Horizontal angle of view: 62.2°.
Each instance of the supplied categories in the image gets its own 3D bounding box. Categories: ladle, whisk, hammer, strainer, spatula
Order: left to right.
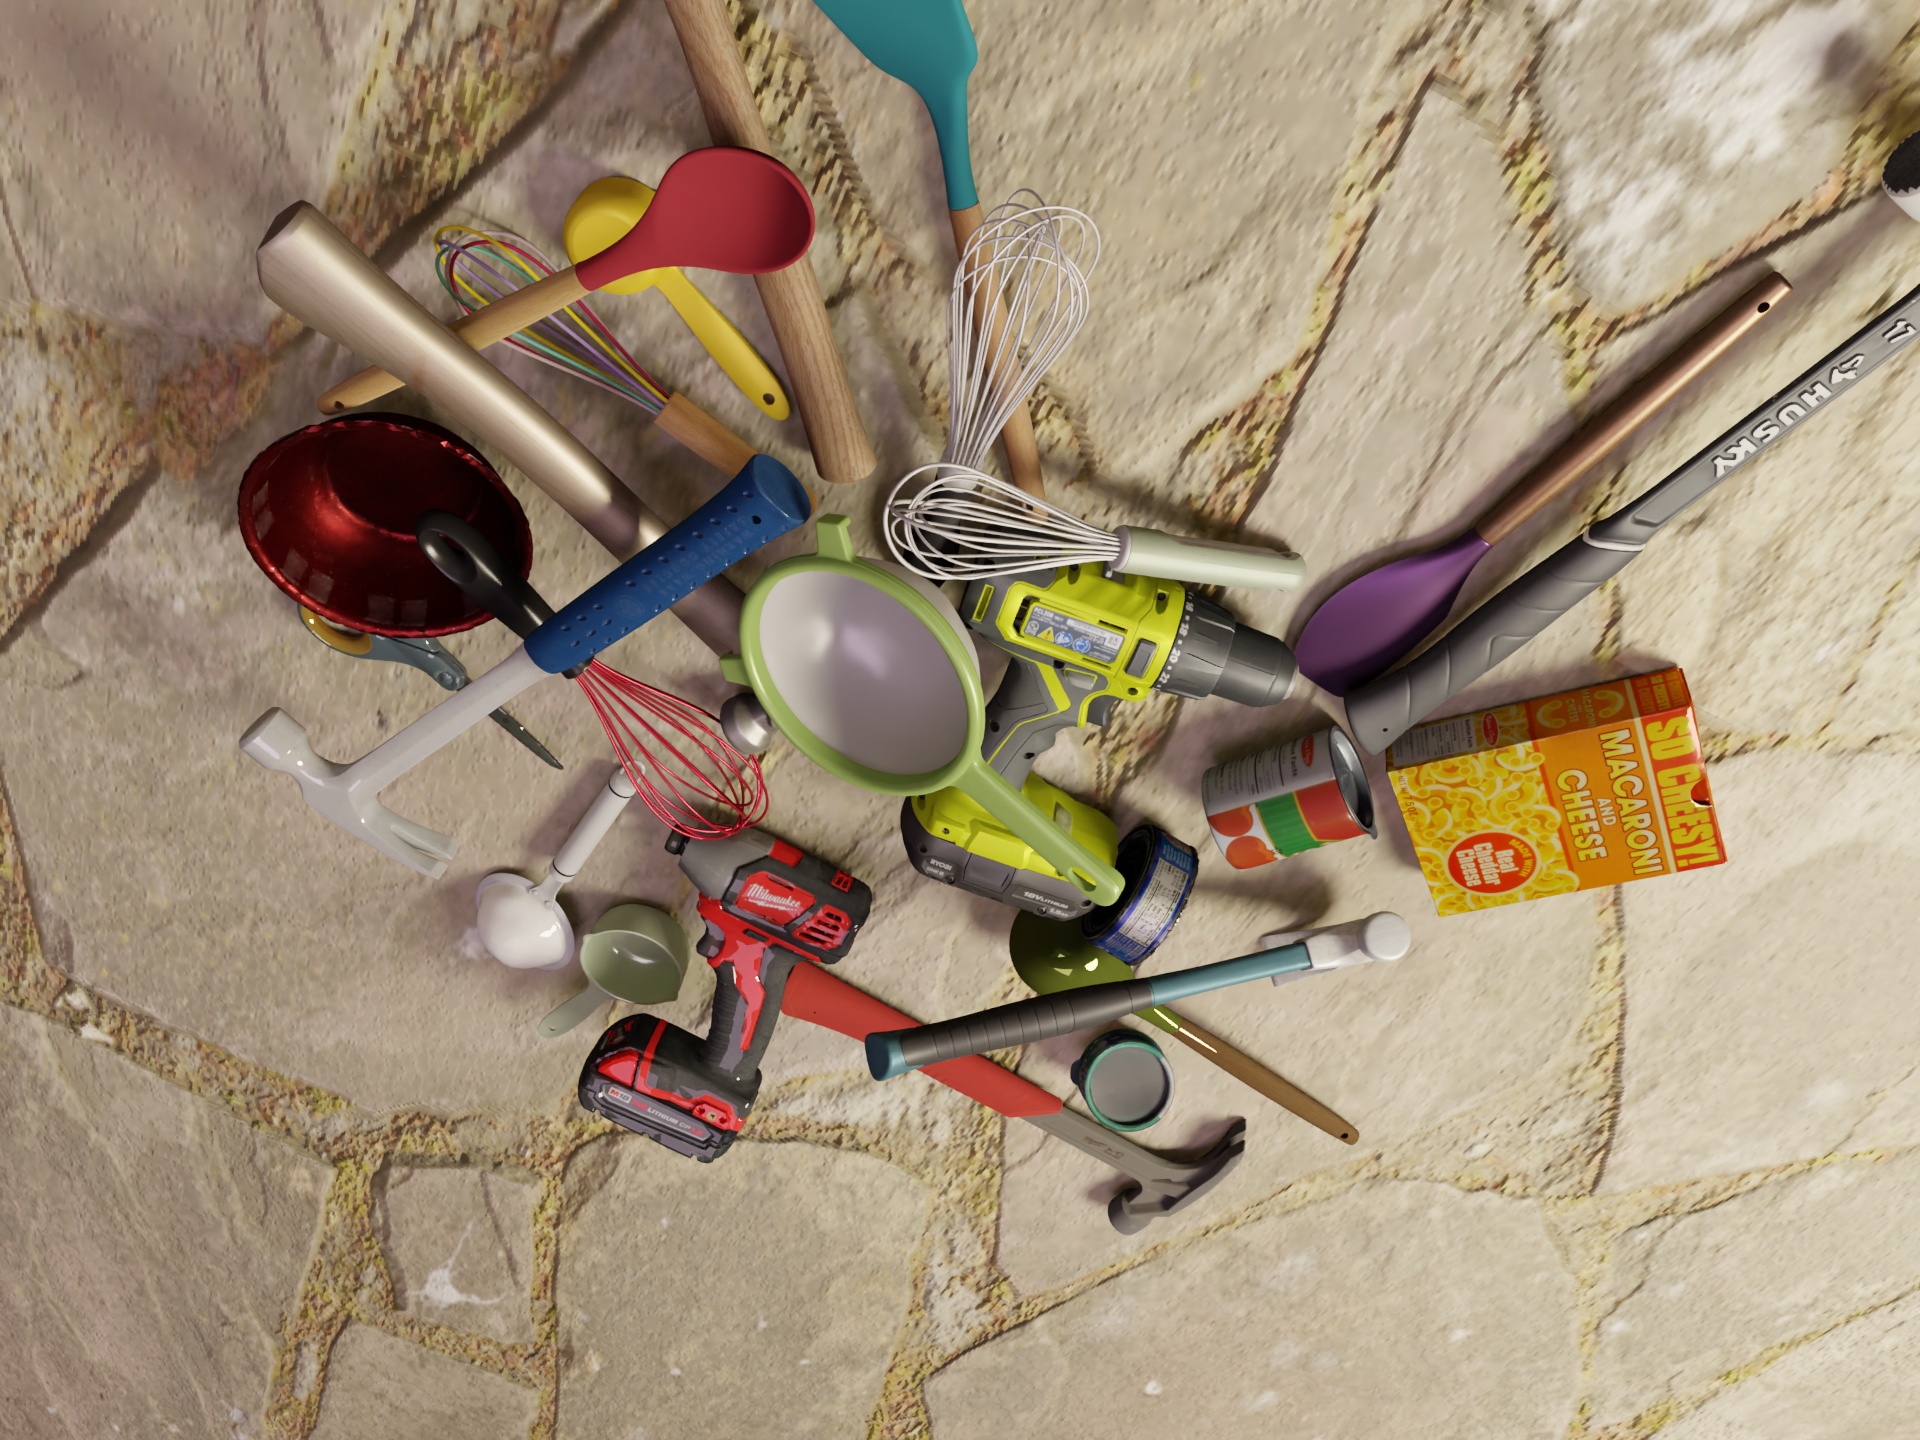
[{"bbox_3d":[-0.239,-0.028,0.900,0.405,0.035,0.144,-29,119,30],"label":"hammer"},{"bbox_3d":[-0.207,-0.210,0.795,0.315,0.031,0.069,-17,133,25],"label":"ladle"},{"bbox_3d":[-0.284,0.109,1.116,0.087,0.050,0.258,40,123,-1],"label":"strainer"},{"bbox_3d":[-0.217,-0.021,0.959,0.073,0.073,0.295,-22,129,26],"label":"whisk"},{"bbox_3d":[-0.189,-0.123,0.856,0.146,0.038,0.410,-25,133,26],"label":"hammer"},{"bbox_3d":[-0.178,-0.185,0.863,0.244,0.051,0.047,35,121,-19],"label":"whisk"},{"bbox_3d":[-0.098,-0.261,0.777,0.130,0.031,0.331,11,136,31],"label":"hammer"},{"bbox_3d":[-0.001,-0.003,0.864,0.256,0.069,0.151,41,137,-2],"label":"strainer"},{"bbox_3d":[0.001,-0.227,0.790,0.082,0.044,0.317,8,133,31],"label":"spatula"},{"bbox_3d":[0.008,-0.151,0.812,0.070,0.070,0.284,19,146,-3],"label":"whisk"},{"bbox_3d":[0.030,0.265,1.169,0.359,0.037,0.149,31,127,-12],"label":"hammer"},{"bbox_3d":[0.076,-0.092,0.833,0.246,0.058,0.059,5,104,-22],"label":"whisk"},{"bbox_3d":[0.103,0.171,0.987,0.331,0.033,0.128,-12,169,-5],"label":"hammer"},{"bbox_3d":[0.164,0.215,1.104,0.320,0.062,0.078,34,107,-23],"label":"ladle"},{"bbox_3d":[0.291,-0.114,0.830,0.059,0.018,0.316,32,128,-17],"label":"spatula"},{"bbox_3d":[0.350,-0.103,0.804,0.149,0.036,0.409,25,132,-25],"label":"hammer"}]

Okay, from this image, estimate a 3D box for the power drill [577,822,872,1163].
[{"bbox_3d":[-0.168,0.176,1.081,0.143,0.078,0.219,27,104,-6],"label":"power drill"}]

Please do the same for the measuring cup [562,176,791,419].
[{"bbox_3d":[-0.146,-0.214,0.839,0.062,0.029,0.156,-30,114,30],"label":"measuring cup"}]

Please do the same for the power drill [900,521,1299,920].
[{"bbox_3d":[0.072,0.007,0.936,0.190,0.080,0.228,19,126,-4],"label":"power drill"}]

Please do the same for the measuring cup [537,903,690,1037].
[{"bbox_3d":[-0.261,0.188,1.173,0.083,0.038,0.167,40,127,-18],"label":"measuring cup"}]
